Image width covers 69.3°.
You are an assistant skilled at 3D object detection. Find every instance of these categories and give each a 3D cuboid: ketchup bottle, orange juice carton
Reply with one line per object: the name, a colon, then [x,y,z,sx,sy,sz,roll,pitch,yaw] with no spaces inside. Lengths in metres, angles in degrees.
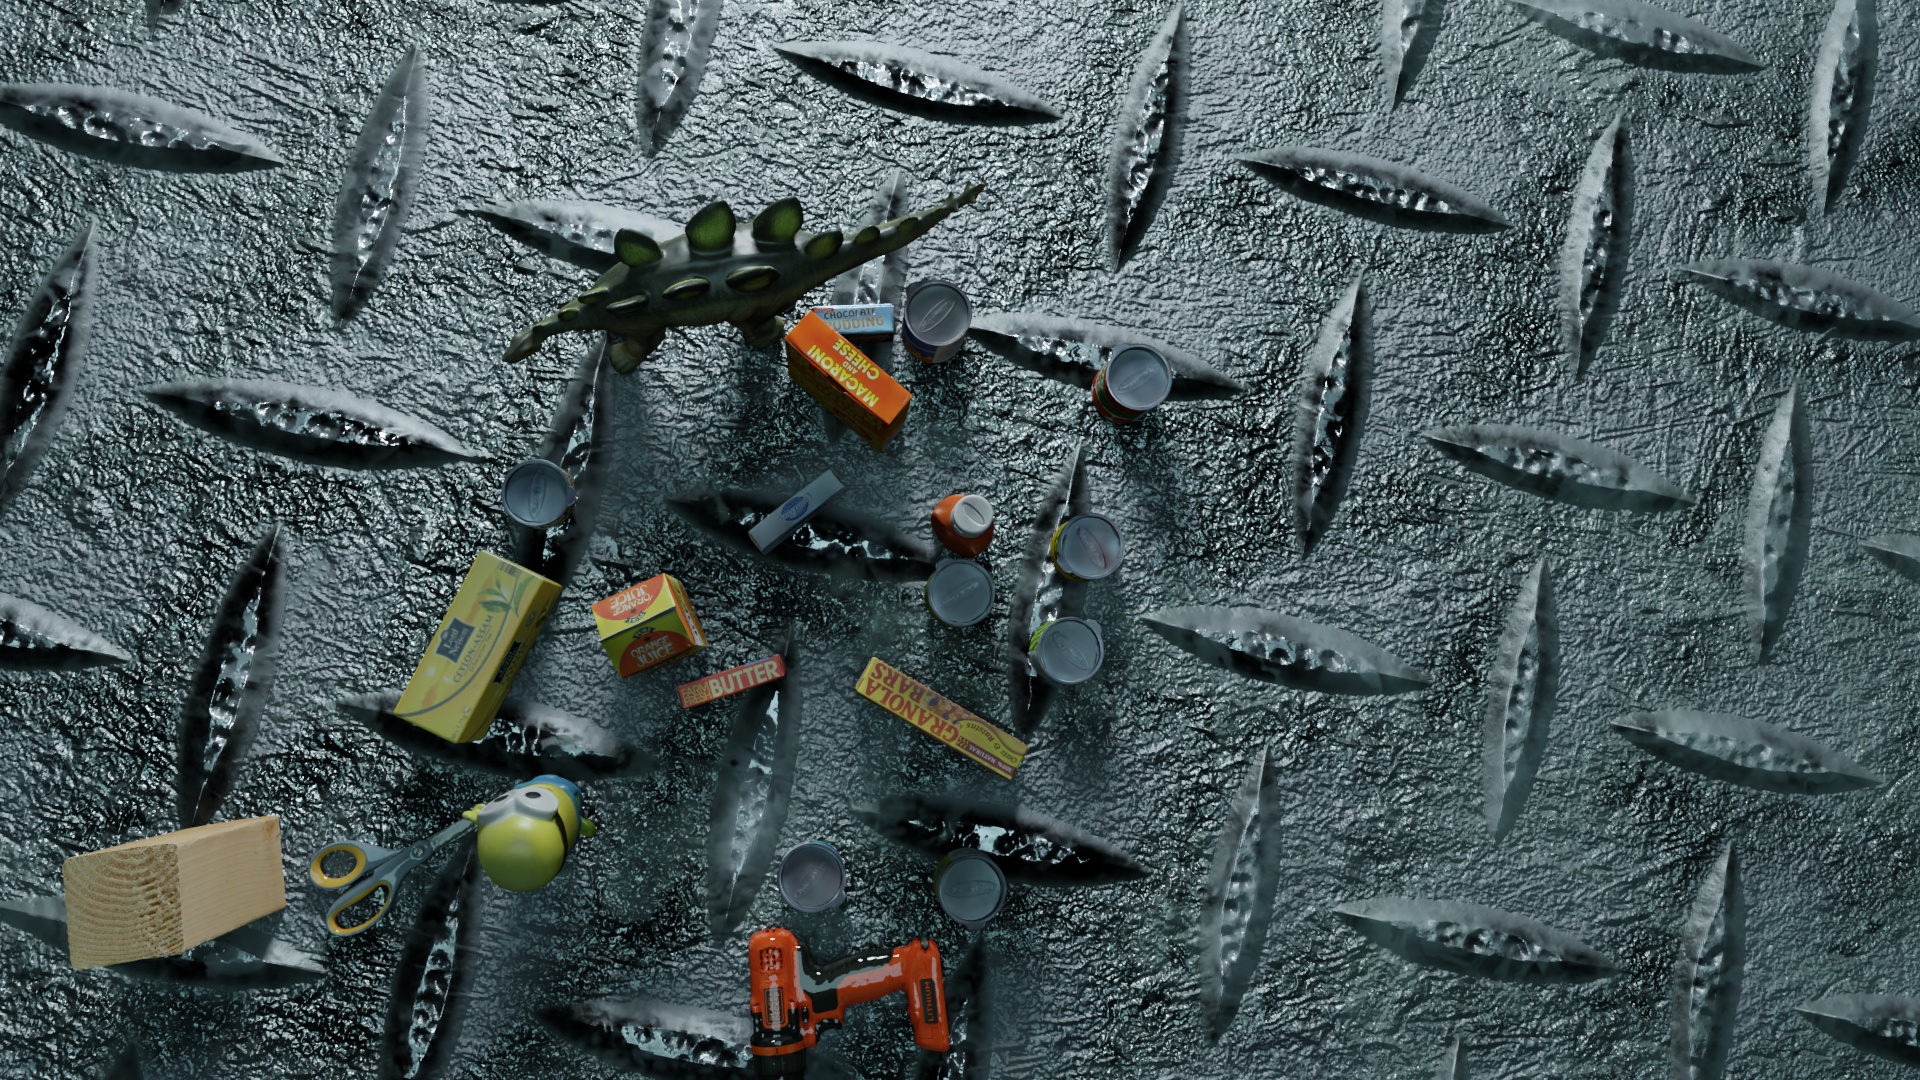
ketchup bottle: [0.005,-0.017,1.333,0.065,0.148,0.043,45,83,0]
orange juice carton: [-0.284,0.079,1.274,0.072,0.192,0.073,-24,88,-7]

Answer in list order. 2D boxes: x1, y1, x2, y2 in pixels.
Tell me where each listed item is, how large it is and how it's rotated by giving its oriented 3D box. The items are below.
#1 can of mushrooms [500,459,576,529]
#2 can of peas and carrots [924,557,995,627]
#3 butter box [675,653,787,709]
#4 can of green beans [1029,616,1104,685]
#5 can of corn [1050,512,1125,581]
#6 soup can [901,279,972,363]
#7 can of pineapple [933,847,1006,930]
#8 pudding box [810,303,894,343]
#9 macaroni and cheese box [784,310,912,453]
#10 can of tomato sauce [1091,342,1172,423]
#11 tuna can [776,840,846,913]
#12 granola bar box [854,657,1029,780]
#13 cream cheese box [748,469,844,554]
can of mushrooms: [-0.408,-0.044,1.354,0.071,0.033,0.071,0,85,-5]
can of peas and carrots: [-0.003,0.051,1.371,0.071,0.058,0.071,0,85,-5]
butter box: [-0.221,0.136,1.345,0.103,0.053,0.024,-18,87,-7]
can of green beans: [0.105,0.110,1.376,0.071,0.058,0.071,0,85,-5]
can of corn: [0.124,0.009,1.387,0.071,0.058,0.071,0,85,-5]
soup can: [-0.027,-0.219,1.382,0.071,0.083,0.071,0,85,-5]
can of pineapple: [0.008,0.336,1.345,0.071,0.058,0.071,0,85,-5]
pudding box: [-0.108,-0.217,1.391,0.084,0.049,0.030,-3,85,-6]
macaroni and cheese box: [-0.108,-0.147,1.326,0.124,0.166,0.040,40,83,-1]
can of tomato sauce: [0.169,-0.158,1.395,0.071,0.083,0.071,0,85,-5]
tuna can: [-0.142,0.326,1.344,0.071,0.033,0.071,0,85,-5]
granola bar box: [-0.022,0.169,1.325,0.165,0.124,0.039,30,83,-2]
cream cheese box: [-0.161,-0.028,1.366,0.104,0.053,0.024,-39,89,-8]
